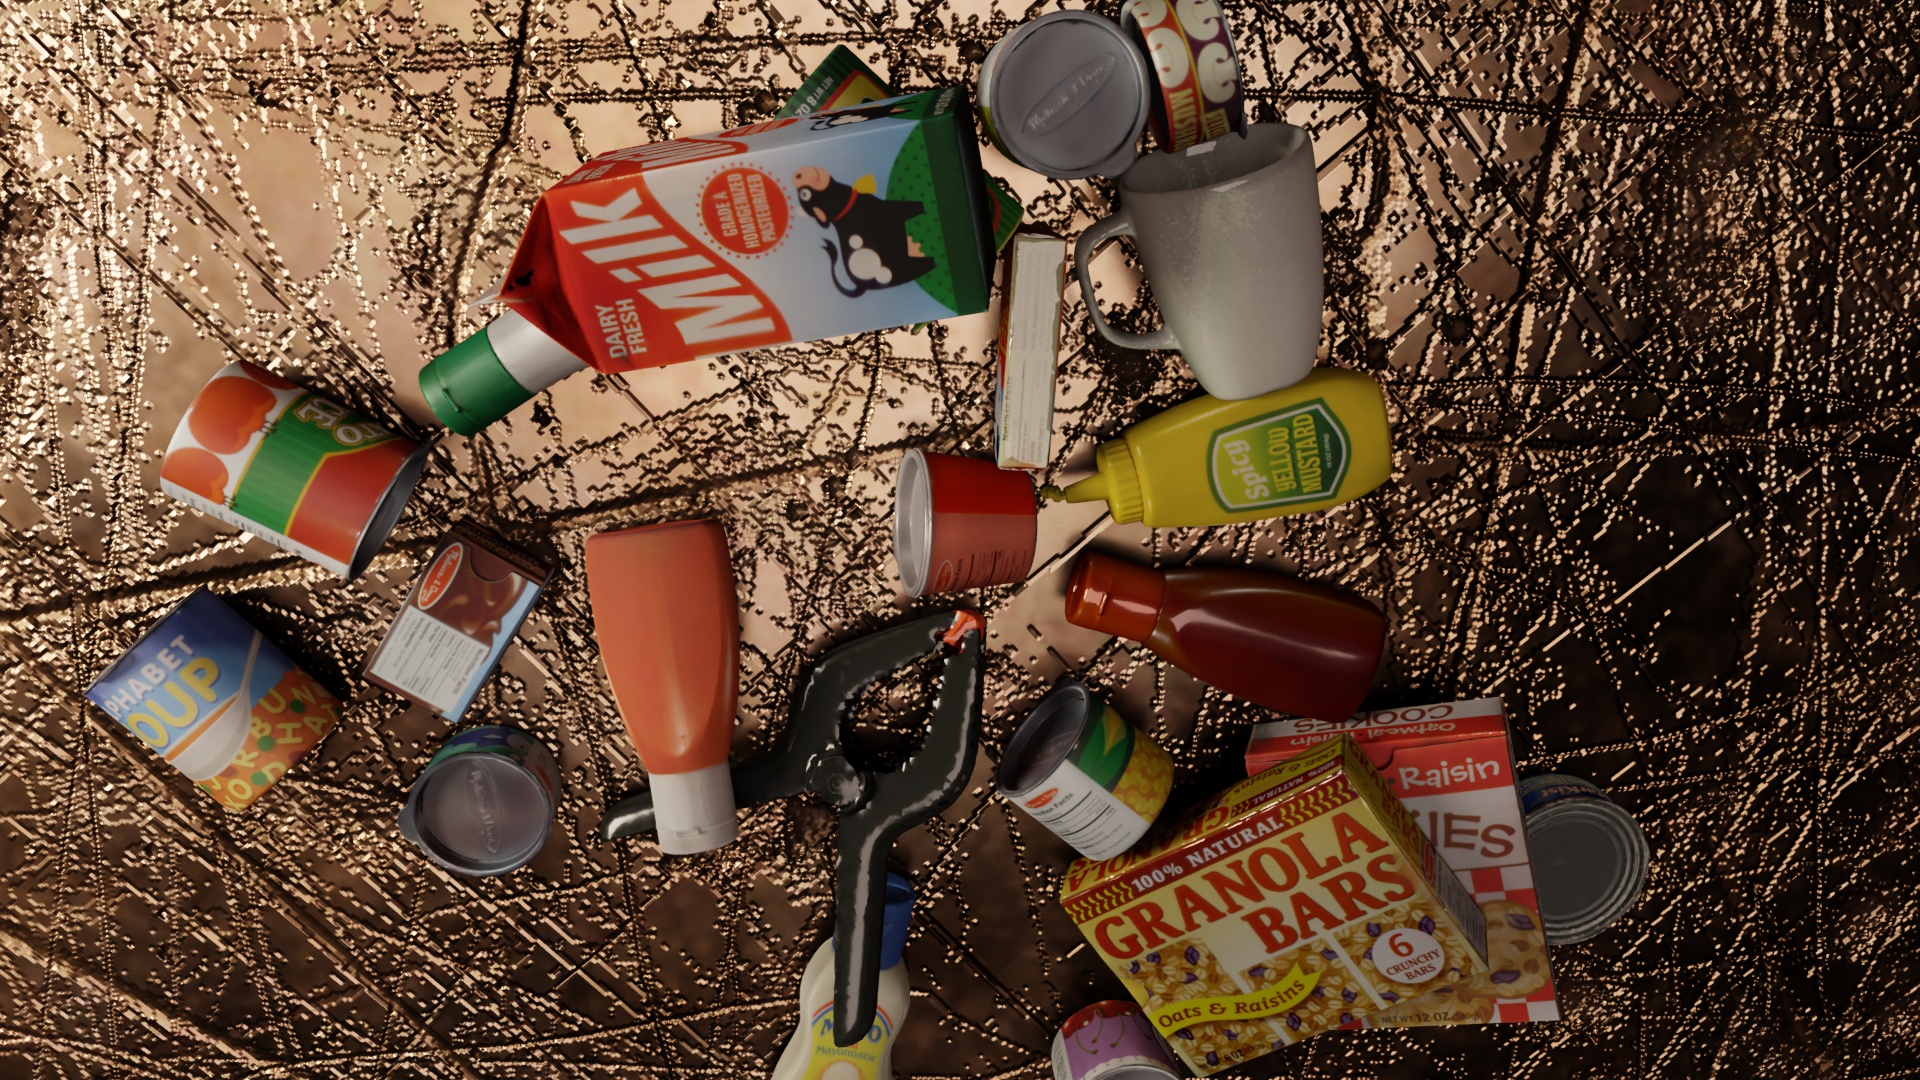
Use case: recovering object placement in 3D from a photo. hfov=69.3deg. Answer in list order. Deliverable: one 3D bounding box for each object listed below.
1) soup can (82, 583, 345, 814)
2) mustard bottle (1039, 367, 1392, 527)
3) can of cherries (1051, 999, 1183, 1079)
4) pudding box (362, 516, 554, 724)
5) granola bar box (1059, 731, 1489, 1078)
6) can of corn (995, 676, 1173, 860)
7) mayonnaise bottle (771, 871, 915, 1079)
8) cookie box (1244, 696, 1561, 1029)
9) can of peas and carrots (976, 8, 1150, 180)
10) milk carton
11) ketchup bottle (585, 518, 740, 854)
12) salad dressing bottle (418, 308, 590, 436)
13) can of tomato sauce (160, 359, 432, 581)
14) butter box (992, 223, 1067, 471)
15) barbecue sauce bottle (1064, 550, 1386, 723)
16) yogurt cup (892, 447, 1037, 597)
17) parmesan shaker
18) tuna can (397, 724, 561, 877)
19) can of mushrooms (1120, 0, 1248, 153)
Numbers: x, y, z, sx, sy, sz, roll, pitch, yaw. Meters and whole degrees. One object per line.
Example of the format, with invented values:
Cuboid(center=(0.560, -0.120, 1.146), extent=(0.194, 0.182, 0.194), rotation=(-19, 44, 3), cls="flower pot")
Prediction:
Cuboid(center=(-0.332, 0.072, 0.621), extent=(0.071, 0.071, 0.083), rotation=(-41, 106, 7), cls="soup can")
Cuboid(center=(0.116, -0.036, 0.643), extent=(0.160, 0.049, 0.065), rotation=(-14, 106, -1), cls="mustard bottle")
Cuboid(center=(0.087, 0.286, 0.731), extent=(0.071, 0.058, 0.071), rotation=(-1, 106, -5), cls="can of cherries")
Cuboid(center=(-0.231, 0.037, 0.642), extent=(0.049, 0.030, 0.083), rotation=(31, 101, -12), cls="pudding box")
Cuboid(center=(0.151, 0.182, 0.680), extent=(0.165, 0.039, 0.124), rotation=(-33, 100, 26), cls="granola bar box")
Cuboid(center=(0.061, 0.110, 0.674), extent=(0.058, 0.071, 0.071), rotation=(39, 100, -16), cls="can of corn")
Cuboid(center=(-0.056, 0.242, 0.713), extent=(0.065, 0.041, 0.147), rotation=(11, 104, -7), cls="mayonnaise bottle")
Cuboid(center=(0.222, 0.166, 0.696), extent=(0.123, 0.040, 0.167), rotation=(-10, 109, 20), cls="cookie box")
Cuboid(center=(0.044, -0.186, 0.587), extent=(0.071, 0.059, 0.070), rotation=(-2, 107, -5), cls="can of peas and carrots")
Cuboid(center=(-0.086, -0.115, 0.528), extent=(0.190, 0.073, 0.073), rotation=(-8, 115, 8), cls="milk carton")
Cuboid(center=(-0.130, 0.066, 0.635), extent=(0.065, 0.043, 0.148), rotation=(-7, 93, 3), cls="ketchup bottle")
Cuboid(center=(-0.164, -0.098, 0.602), extent=(0.147, 0.044, 0.064), rotation=(-31, 107, 5), cls="salad dressing bottle")
Cuboid(center=(-0.284, -0.032, 0.598), extent=(0.083, 0.071, 0.071), rotation=(27, 102, -12), cls="can of tomato sauce")
Cuboid(center=(0.030, -0.087, 0.618), extent=(0.024, 0.053, 0.103), rotation=(3, 106, -3), cls="butter box")
Cuboid(center=(0.126, 0.041, 0.670), extent=(0.148, 0.044, 0.064), rotation=(15, 104, -9), cls="barbecue sauce bottle")
Cuboid(center=(0.002, -0.008, 0.634), extent=(0.054, 0.072, 0.072), rotation=(0, 107, -14), cls="yogurt cup")
Cuboid(center=(-0.034, -0.147, 0.587), extent=(0.103, 0.071, 0.071), rotation=(39, 99, -15), cls="parmesan shaker")
Cuboid(center=(-0.229, 0.125, 0.666), extent=(0.071, 0.033, 0.071), rotation=(-2, 106, -5), cls="tuna can")
Cuboid(center=(0.094, -0.197, 0.583), extent=(0.033, 0.071, 0.071), rotation=(-19, 107, 1), cls="can of mushrooms")
